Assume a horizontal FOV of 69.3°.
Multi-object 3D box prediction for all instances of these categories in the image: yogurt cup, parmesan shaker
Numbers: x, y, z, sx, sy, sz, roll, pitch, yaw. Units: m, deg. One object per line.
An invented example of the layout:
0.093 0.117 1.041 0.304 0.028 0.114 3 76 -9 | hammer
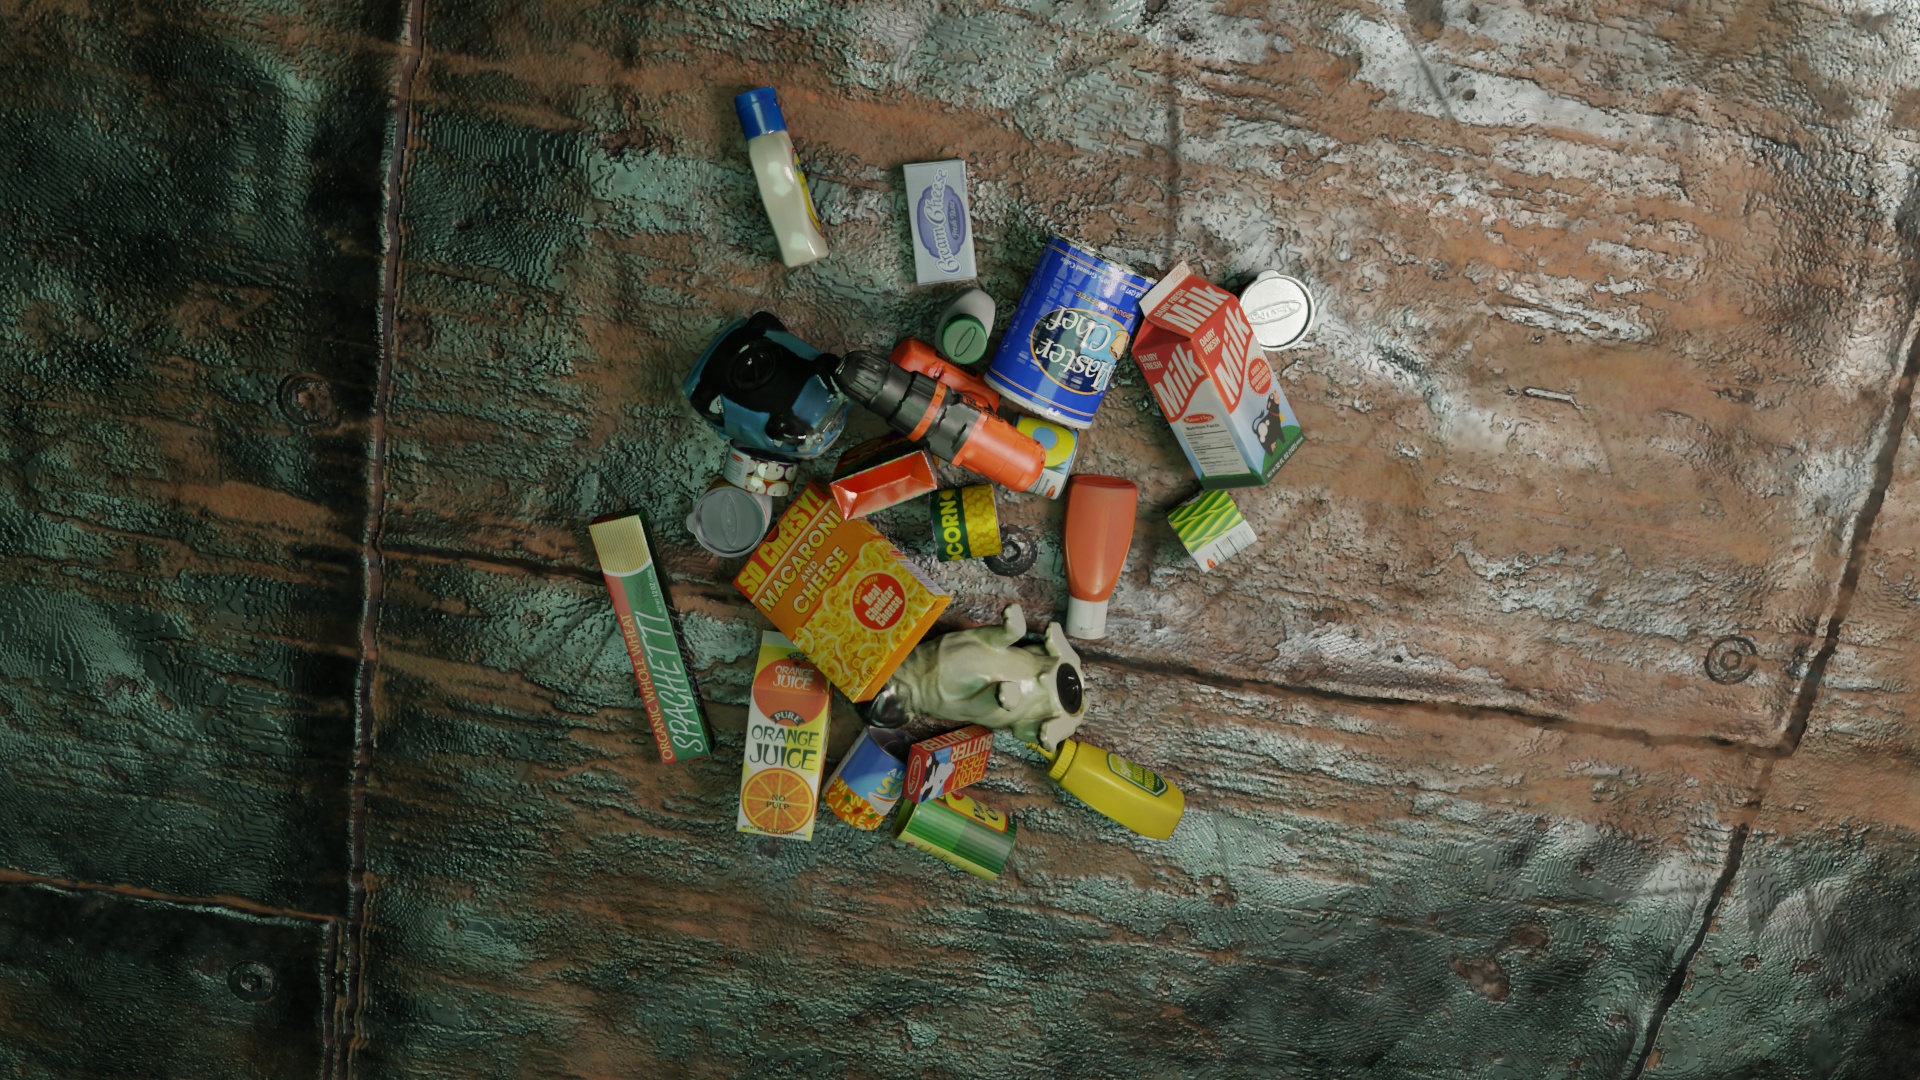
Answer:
0.269 -0.201 1.210 0.072 0.054 0.072 0 106 1 | yogurt cup
-0.005 0.277 1.338 0.103 0.071 0.071 26 104 -9 | parmesan shaker

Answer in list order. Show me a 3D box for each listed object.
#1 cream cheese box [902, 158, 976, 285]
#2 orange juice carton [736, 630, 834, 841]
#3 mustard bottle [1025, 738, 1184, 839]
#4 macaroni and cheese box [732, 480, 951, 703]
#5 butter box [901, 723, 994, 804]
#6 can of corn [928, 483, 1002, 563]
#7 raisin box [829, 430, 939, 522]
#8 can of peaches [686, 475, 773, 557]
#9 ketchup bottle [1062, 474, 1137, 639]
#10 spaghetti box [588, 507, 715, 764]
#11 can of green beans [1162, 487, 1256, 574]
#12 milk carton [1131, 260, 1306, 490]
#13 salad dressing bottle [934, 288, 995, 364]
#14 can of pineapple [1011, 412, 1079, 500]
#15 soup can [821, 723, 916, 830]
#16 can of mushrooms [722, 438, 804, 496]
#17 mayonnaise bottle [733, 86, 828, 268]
-0.017 -0.277 1.208 0.053 0.024 0.103 -6 105 3 | cream cheese box
-0.161 0.178 1.308 0.072 0.073 0.192 8 105 -1 | orange juice carton
0.135 0.228 1.324 0.160 0.065 0.048 27 108 -3 | mustard bottle
-0.109 0.045 1.250 0.167 0.040 0.123 42 101 18 | macaroni and cheese box
-0.011 0.209 1.305 0.024 0.104 0.053 22 109 34 | butter box
0.004 -0.016 1.255 0.058 0.071 0.071 -8 105 2 | can of corn
-0.065 -0.063 1.216 0.086 0.124 0.040 -21 105 6 | raisin box
-0.208 -0.024 1.262 0.071 0.058 0.071 0 106 1 | can of peaches
0.123 0.016 1.276 0.065 0.044 0.148 6 105 -1 | ketchup bottle
-0.289 0.093 1.310 0.050 0.029 0.249 -12 104 5 | spaghetti box
0.226 -0.013 1.256 0.058 0.071 0.071 -34 102 9 | can of green beans
0.214 -0.141 1.192 0.073 0.073 0.190 -45 114 -31 | milk carton
0.004 -0.177 1.171 0.044 0.148 0.064 33 104 -8 | salad dressing bottle
0.069 -0.077 1.241 0.058 0.071 0.070 18 105 -4 | can of pineapple
-0.081 0.225 1.323 0.071 0.071 0.083 32 104 -8 | soup can
-0.176 -0.066 1.247 0.071 0.071 0.033 16 105 -4 | can of mushrooms
-0.153 -0.308 1.184 0.041 0.065 0.147 -16 101 6 | mayonnaise bottle
